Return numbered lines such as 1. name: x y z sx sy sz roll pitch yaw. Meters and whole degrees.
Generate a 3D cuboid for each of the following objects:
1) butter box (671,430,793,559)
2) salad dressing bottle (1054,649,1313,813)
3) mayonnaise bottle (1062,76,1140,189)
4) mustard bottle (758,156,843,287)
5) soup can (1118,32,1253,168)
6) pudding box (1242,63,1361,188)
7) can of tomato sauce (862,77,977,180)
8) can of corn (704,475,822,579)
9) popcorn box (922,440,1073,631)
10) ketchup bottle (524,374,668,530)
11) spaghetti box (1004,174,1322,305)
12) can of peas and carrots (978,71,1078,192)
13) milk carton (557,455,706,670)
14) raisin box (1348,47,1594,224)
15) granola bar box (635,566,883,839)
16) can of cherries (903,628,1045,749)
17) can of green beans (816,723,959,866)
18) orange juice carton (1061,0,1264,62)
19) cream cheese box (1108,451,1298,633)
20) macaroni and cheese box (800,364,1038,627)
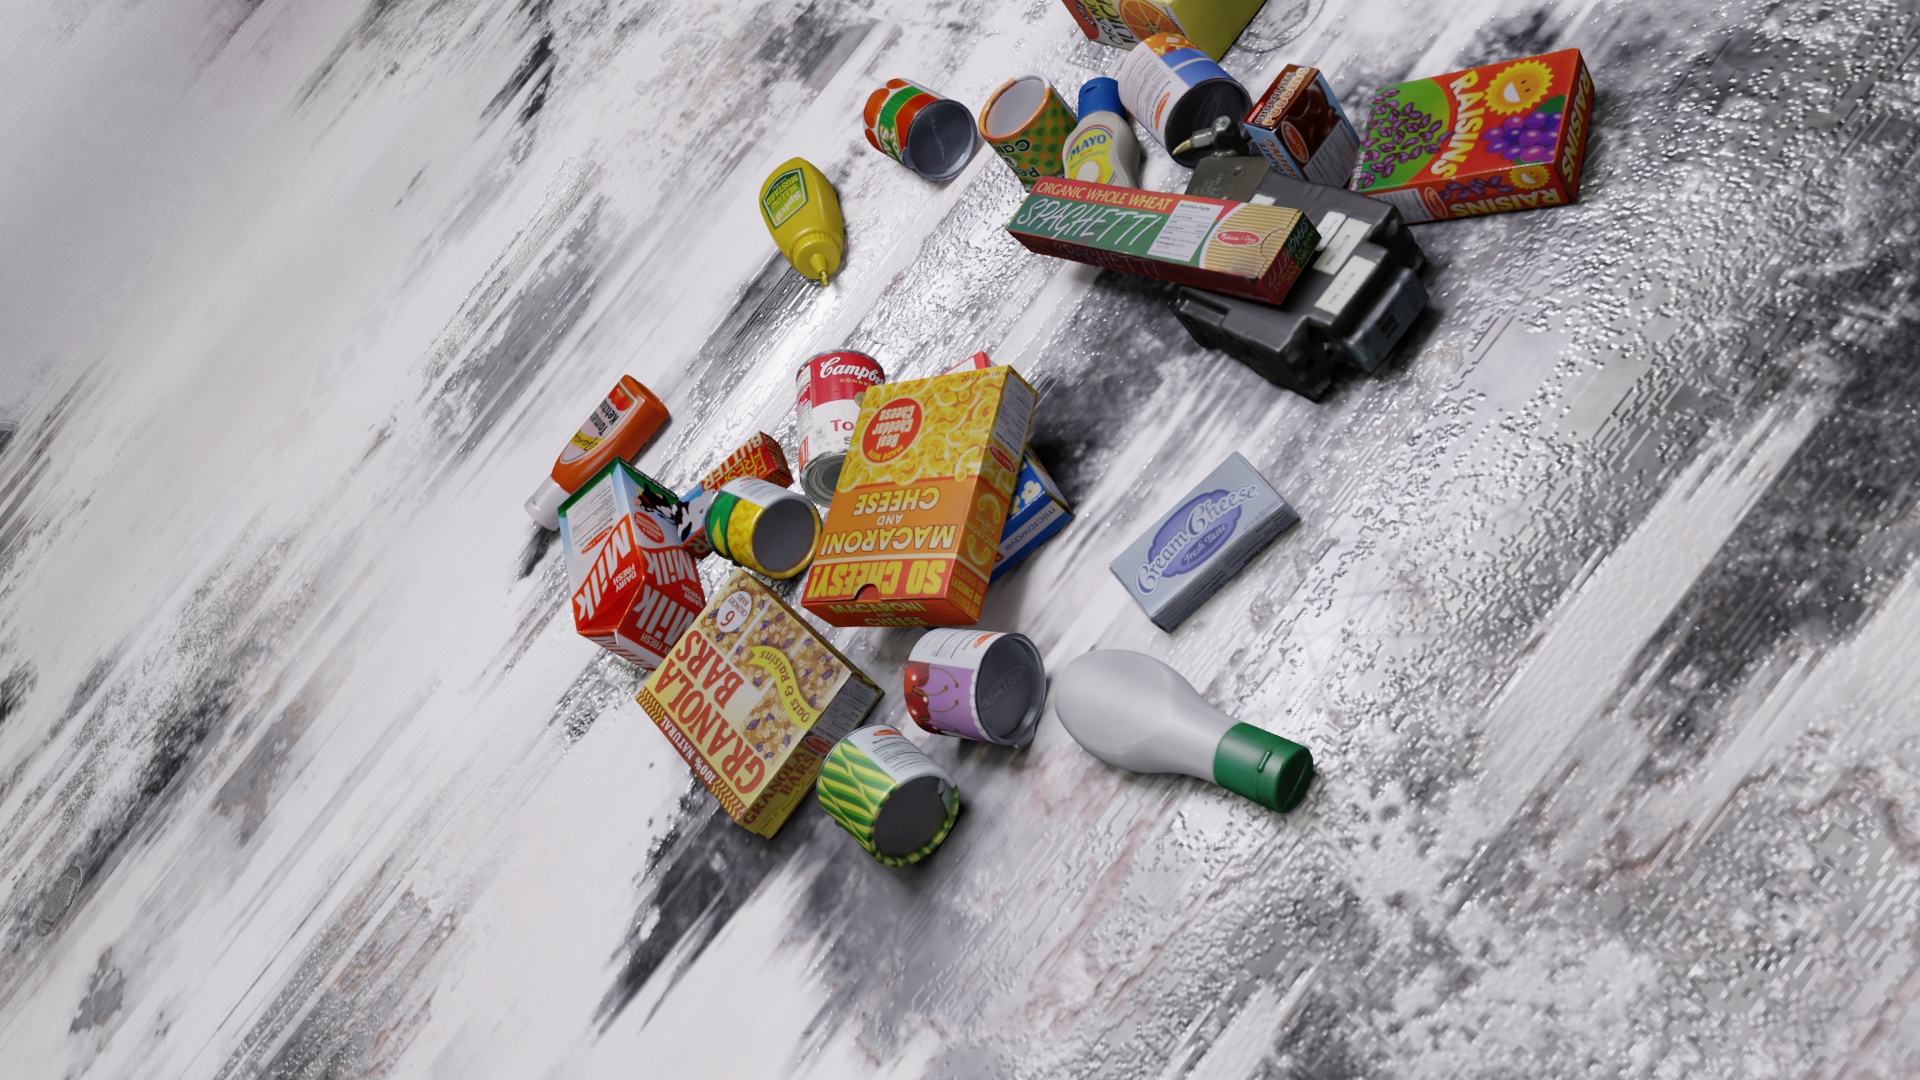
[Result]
1. butter box: -0.182 -0.037 1.100 0.103 0.024 0.053 -38 44 13
2. salad dressing bottle: 0.118 0.103 0.747 0.148 0.044 0.064 20 74 44
3. mayonnaise bottle: 0.102 -0.275 1.015 0.064 0.041 0.149 -19 52 32
4. mustard bottle: -0.132 -0.269 1.198 0.065 0.048 0.161 -38 45 16
5. soup can: 0.159 -0.310 0.977 0.071 0.071 0.084 -39 44 13
6. pudding box: 0.219 -0.253 0.874 0.049 0.083 0.030 -53 43 -1
7. can of tomato sauce: -0.036 -0.342 1.156 0.071 0.071 0.083 -49 42 2
8. can of corn: -0.144 -0.007 1.021 0.058 0.071 0.071 19 76 45
9. popcorn box: 0.003 -0.012 0.921 0.126 0.038 0.085 -40 45 11
10. ketchup bottle: -0.324 -0.075 1.229 0.148 0.043 0.065 -49 43 3
11. spaghetti box: 0.119 -0.195 0.882 0.050 0.028 0.250 -56 38 -5
12. can of peas and carrots: 0.054 -0.314 1.069 0.071 0.058 0.071 -21 50 28
13. milk carton: -0.254 0.029 1.081 0.073 0.072 0.191 -38 44 13
14. raisin box: 0.303 -0.236 0.826 0.123 0.040 0.086 1 62 41
15. granola bar box: -0.142 0.108 0.960 0.124 0.039 0.166 -52 43 -2
16. can of cherries: 0.009 0.089 0.831 0.058 0.071 0.072 1 63 40
17. can of green beans: -0.043 0.152 0.828 0.058 0.071 0.071 32 85 46
18. orange juice carton: 0.135 -0.430 1.071 0.073 0.071 0.193 -52 43 -1
19. cream cheese box: 0.140 0.001 0.810 0.103 0.024 0.053 -43 43 8
20. macaroni and cheese box: -0.027 -0.028 0.898 0.123 0.040 0.167 -4 60 38
